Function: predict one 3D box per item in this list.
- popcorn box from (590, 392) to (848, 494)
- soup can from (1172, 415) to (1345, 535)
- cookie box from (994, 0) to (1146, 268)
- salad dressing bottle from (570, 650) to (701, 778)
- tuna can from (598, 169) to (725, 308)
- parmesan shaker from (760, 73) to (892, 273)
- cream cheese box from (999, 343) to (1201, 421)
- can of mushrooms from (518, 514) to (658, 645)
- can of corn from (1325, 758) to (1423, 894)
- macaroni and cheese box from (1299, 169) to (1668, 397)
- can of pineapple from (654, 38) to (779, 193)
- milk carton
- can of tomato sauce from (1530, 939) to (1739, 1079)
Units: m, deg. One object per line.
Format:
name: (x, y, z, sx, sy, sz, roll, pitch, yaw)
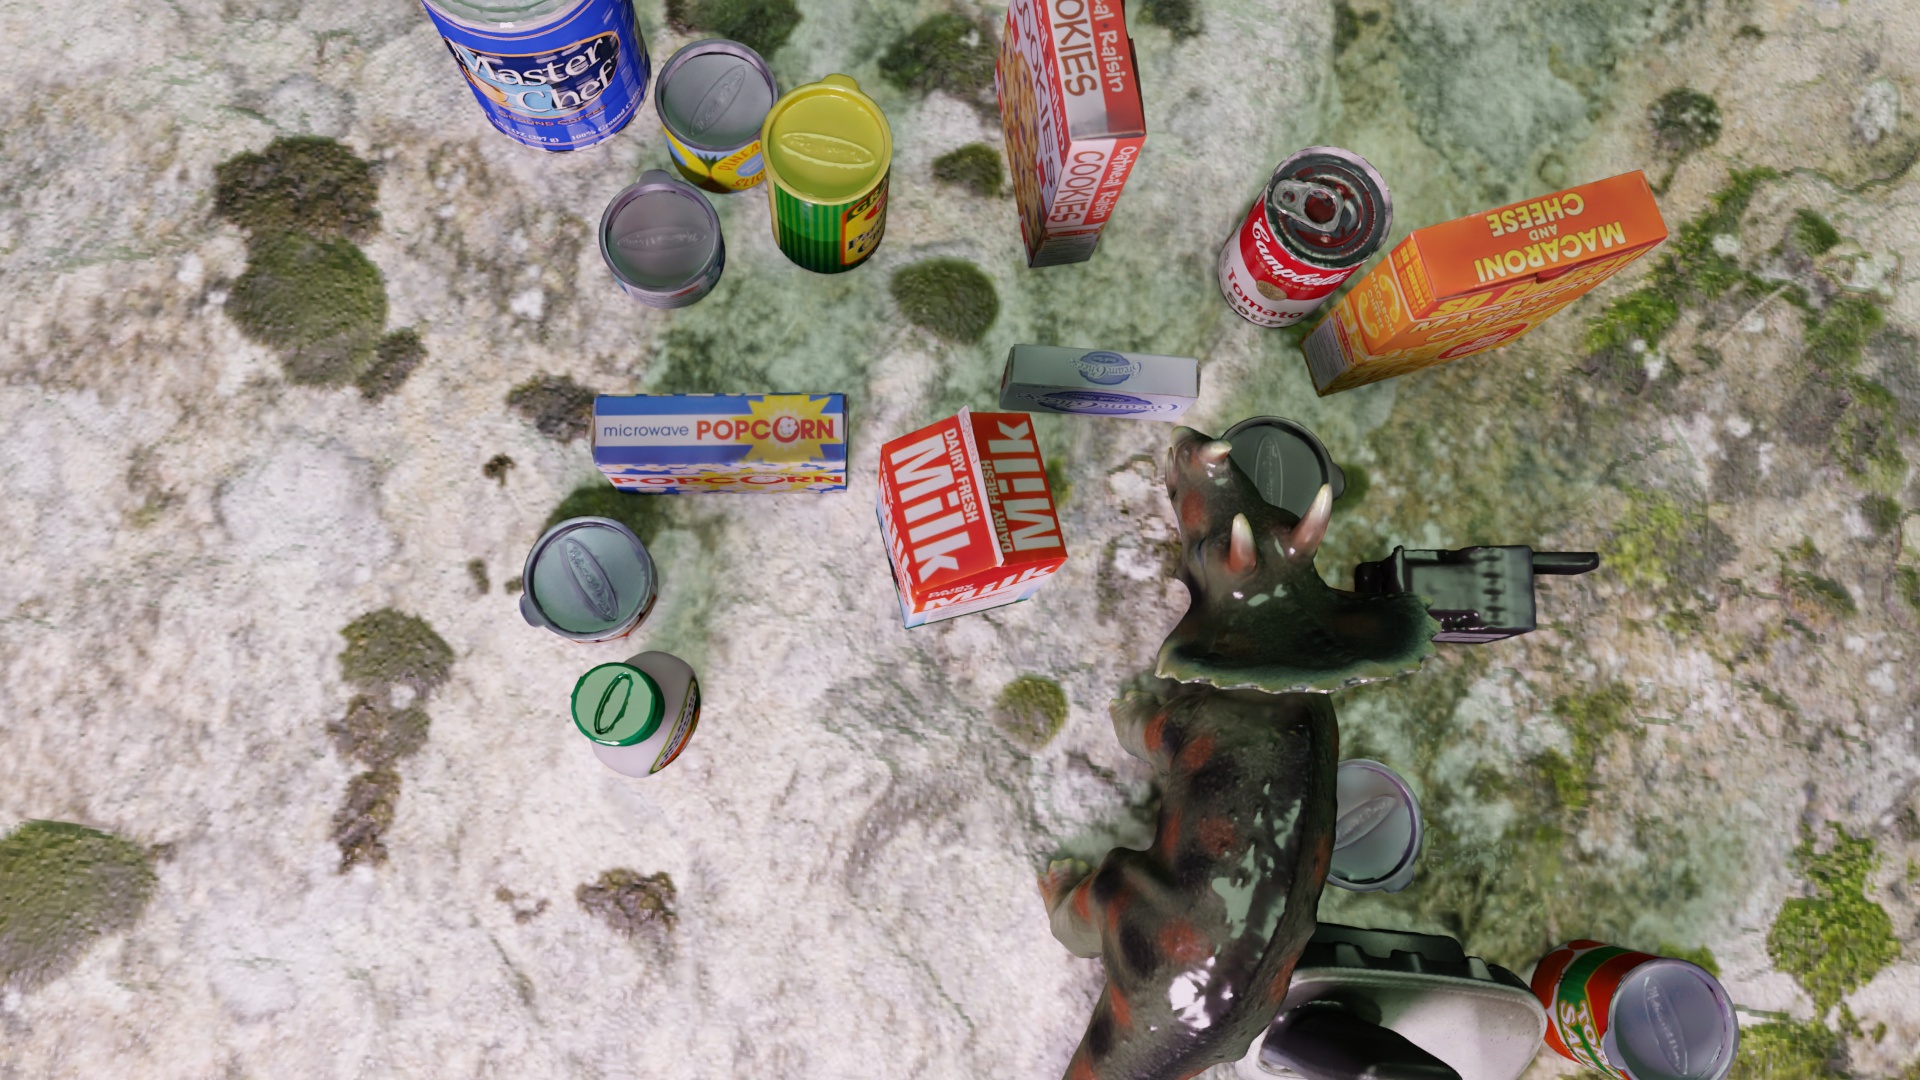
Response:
popcorn box: (-0.122, -0.049, 0.726, 0.127, 0.085, 0.038, -1, 81, -5)
soup can: (0.157, -0.025, 0.745, 0.071, 0.083, 0.071, 1, 80, -4)
cookie box: (0.054, -0.232, 0.730, 0.040, 0.167, 0.123, -8, 81, -6)
salad dressing bottle: (-0.156, 0.082, 0.668, 0.044, 0.147, 0.064, 24, 80, 0)
tuna can: (-0.165, -0.166, 0.769, 0.071, 0.032, 0.071, 1, 80, -4)
parmesan shaker: (-0.070, -0.194, 0.746, 0.071, 0.103, 0.071, 1, 80, -4)
cream cheese box: (0.075, -0.086, 0.764, 0.104, 0.053, 0.024, 4, 80, -4)
can of mushrooms: (-0.196, 0.023, 0.733, 0.071, 0.033, 0.071, 1, 80, -4)
can of corn: (0.202, 0.151, 0.730, 0.071, 0.058, 0.071, 1, 80, -4)
macaroni and cheese box: (0.266, -0.129, 0.730, 0.124, 0.166, 0.040, -16, 82, -7)
can of pineapple: (-0.132, -0.233, 0.771, 0.071, 0.057, 0.071, 1, 80, -4)
milk carton: (0.002, -0.008, 0.675, 0.073, 0.190, 0.072, -13, 82, -7)
can of tomato sauce: (0.341, 0.244, 0.713, 0.071, 0.083, 0.071, 1, 80, -4)
